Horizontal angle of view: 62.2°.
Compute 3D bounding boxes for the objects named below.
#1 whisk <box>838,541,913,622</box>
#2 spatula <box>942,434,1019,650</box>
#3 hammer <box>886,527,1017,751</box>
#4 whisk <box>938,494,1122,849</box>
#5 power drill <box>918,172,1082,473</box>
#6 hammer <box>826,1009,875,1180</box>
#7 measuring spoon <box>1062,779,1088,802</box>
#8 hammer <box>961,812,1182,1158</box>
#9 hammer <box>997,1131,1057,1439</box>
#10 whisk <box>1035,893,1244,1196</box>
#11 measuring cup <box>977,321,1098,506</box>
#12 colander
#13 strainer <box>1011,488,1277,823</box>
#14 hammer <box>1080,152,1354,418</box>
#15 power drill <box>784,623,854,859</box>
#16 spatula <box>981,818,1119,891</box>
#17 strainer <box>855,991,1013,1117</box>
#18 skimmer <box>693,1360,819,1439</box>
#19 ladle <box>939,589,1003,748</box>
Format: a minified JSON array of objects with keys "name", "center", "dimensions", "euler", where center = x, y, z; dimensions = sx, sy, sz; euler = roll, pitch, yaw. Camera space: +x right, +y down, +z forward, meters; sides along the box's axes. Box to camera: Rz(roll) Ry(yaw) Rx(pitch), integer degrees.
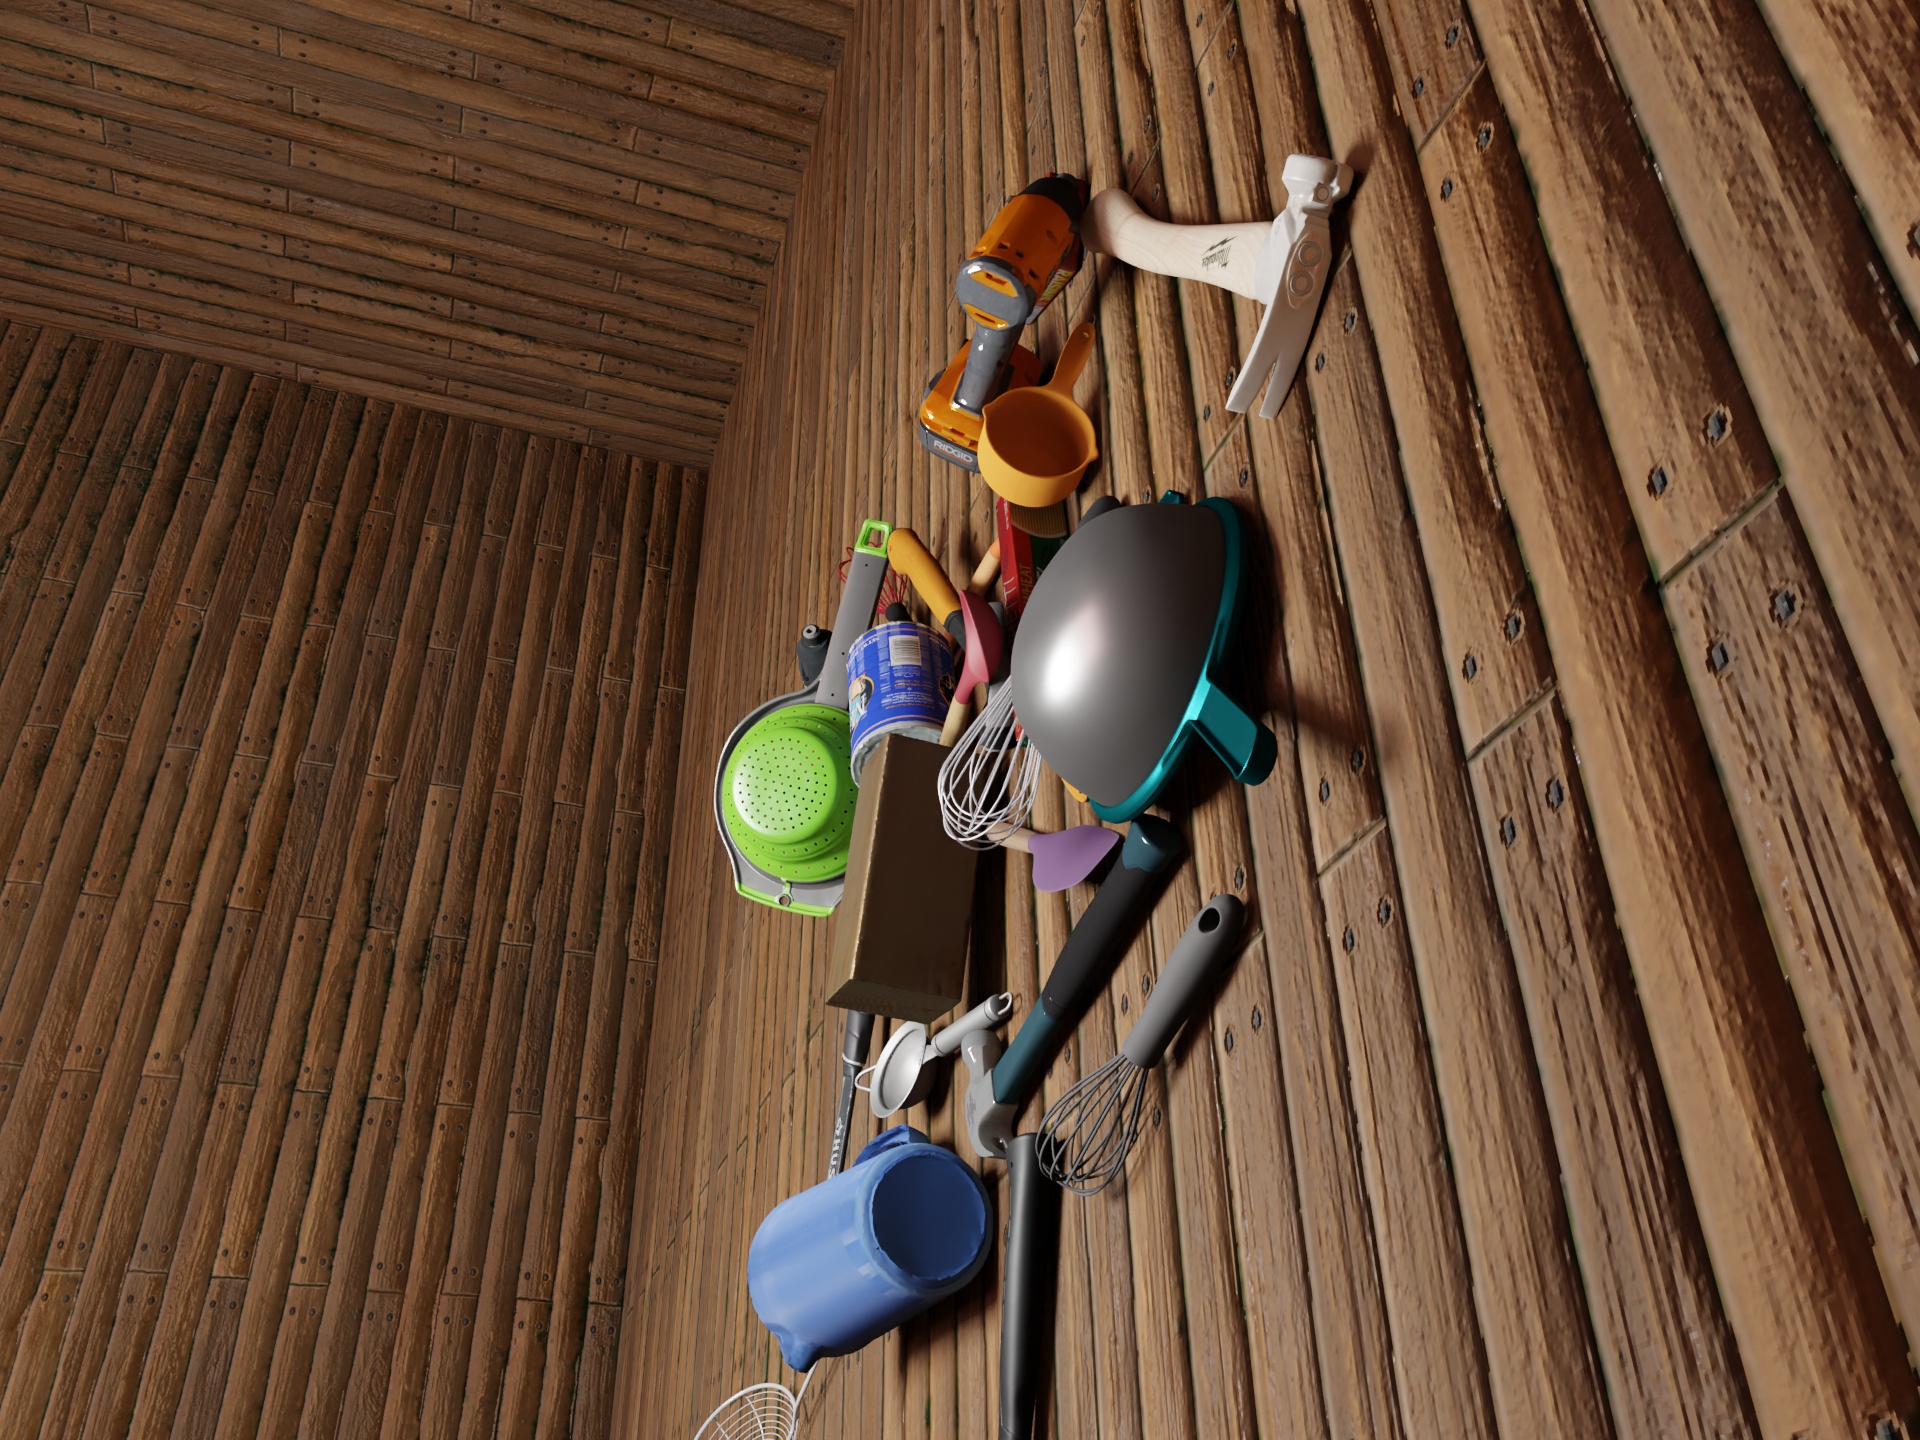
[{"name":"whisk","center":[-0.072,-0.122,1.678],"dimensions":[0.296,0.073,0.073],"euler":[-120,43,-59]},{"name":"spatula","center":[0.017,-0.139,1.412],"dimensions":[0.322,0.041,0.081],"euler":[120,170,-53]},{"name":"hammer","center":[-0.010,-0.104,1.389],"dimensions":[0.337,0.034,0.127],"euler":[-122,31,-58]},{"name":"whisk","center":[0.055,-0.041,1.102],"dimensions":[0.285,0.070,0.070],"euler":[-66,11,-20]},{"name":"power drill","center":[0.040,-0.328,1.292],"dimensions":[0.164,0.084,0.226],"euler":[-61,-6,-33]},{"name":"hammer","center":[-0.100,0.331,1.468],"dimensions":[0.149,0.036,0.409],"euler":[-31,44,52]},{"name":"measuring spoon","center":[0.078,0.028,1.163],"dimensions":[0.117,0.011,0.021],"euler":[-118,37,-59]},{"name":"hammer","center":[0.067,0.179,1.057],"dimensions":[0.128,0.033,0.330],"euler":[-96,23,-46]},{"name":"hammer","center":[0.037,0.432,1.001],"dimensions":[0.146,0.035,0.335],"euler":[138,140,-65]},{"name":"whisk","center":[0.103,0.188,0.915],"dimensions":[0.055,0.055,0.238],"euler":[-103,33,-54]},{"name":"measuring cup","center":[0.071,-0.242,1.257],"dimensions":[0.052,0.095,0.174],"euler":[112,-179,-59]},{"name":"colander","center":[-0.136,-0.013,1.539],"dimensions":[0.094,0.204,0.397],"euler":[34,-110,-74]},{"name":"strainer","center":[0.093,-0.033,0.912],"dimensions":[0.340,0.095,0.211],"euler":[-111,41,-74]},{"name":"hammer","center":[0.149,-0.311,1.084],"dimensions":[0.411,0.038,0.146],"euler":[-121,42,-67]},{"name":"power drill","center":[-0.138,0.021,1.681],"dimensions":[0.171,0.080,0.223],"euler":[70,-166,-55]},{"name":"spatula","center":[0.048,0.091,1.187],"dimensions":[0.060,0.018,0.316],"euler":[-47,11,-9]},{"name":"strainer","center":[-0.015,0.263,1.274],"dimensions":[0.258,0.050,0.087],"euler":[-46,25,53]},{"name":"skimmer","center":[-0.166,0.596,1.475],"dimensions":[0.127,0.090,0.363],"euler":[-76,7,-60]},{"name":"ladle","center":[-0.002,-0.004,1.285],"dimensions":[0.315,0.031,0.069],"euler":[106,151,-58]}]
